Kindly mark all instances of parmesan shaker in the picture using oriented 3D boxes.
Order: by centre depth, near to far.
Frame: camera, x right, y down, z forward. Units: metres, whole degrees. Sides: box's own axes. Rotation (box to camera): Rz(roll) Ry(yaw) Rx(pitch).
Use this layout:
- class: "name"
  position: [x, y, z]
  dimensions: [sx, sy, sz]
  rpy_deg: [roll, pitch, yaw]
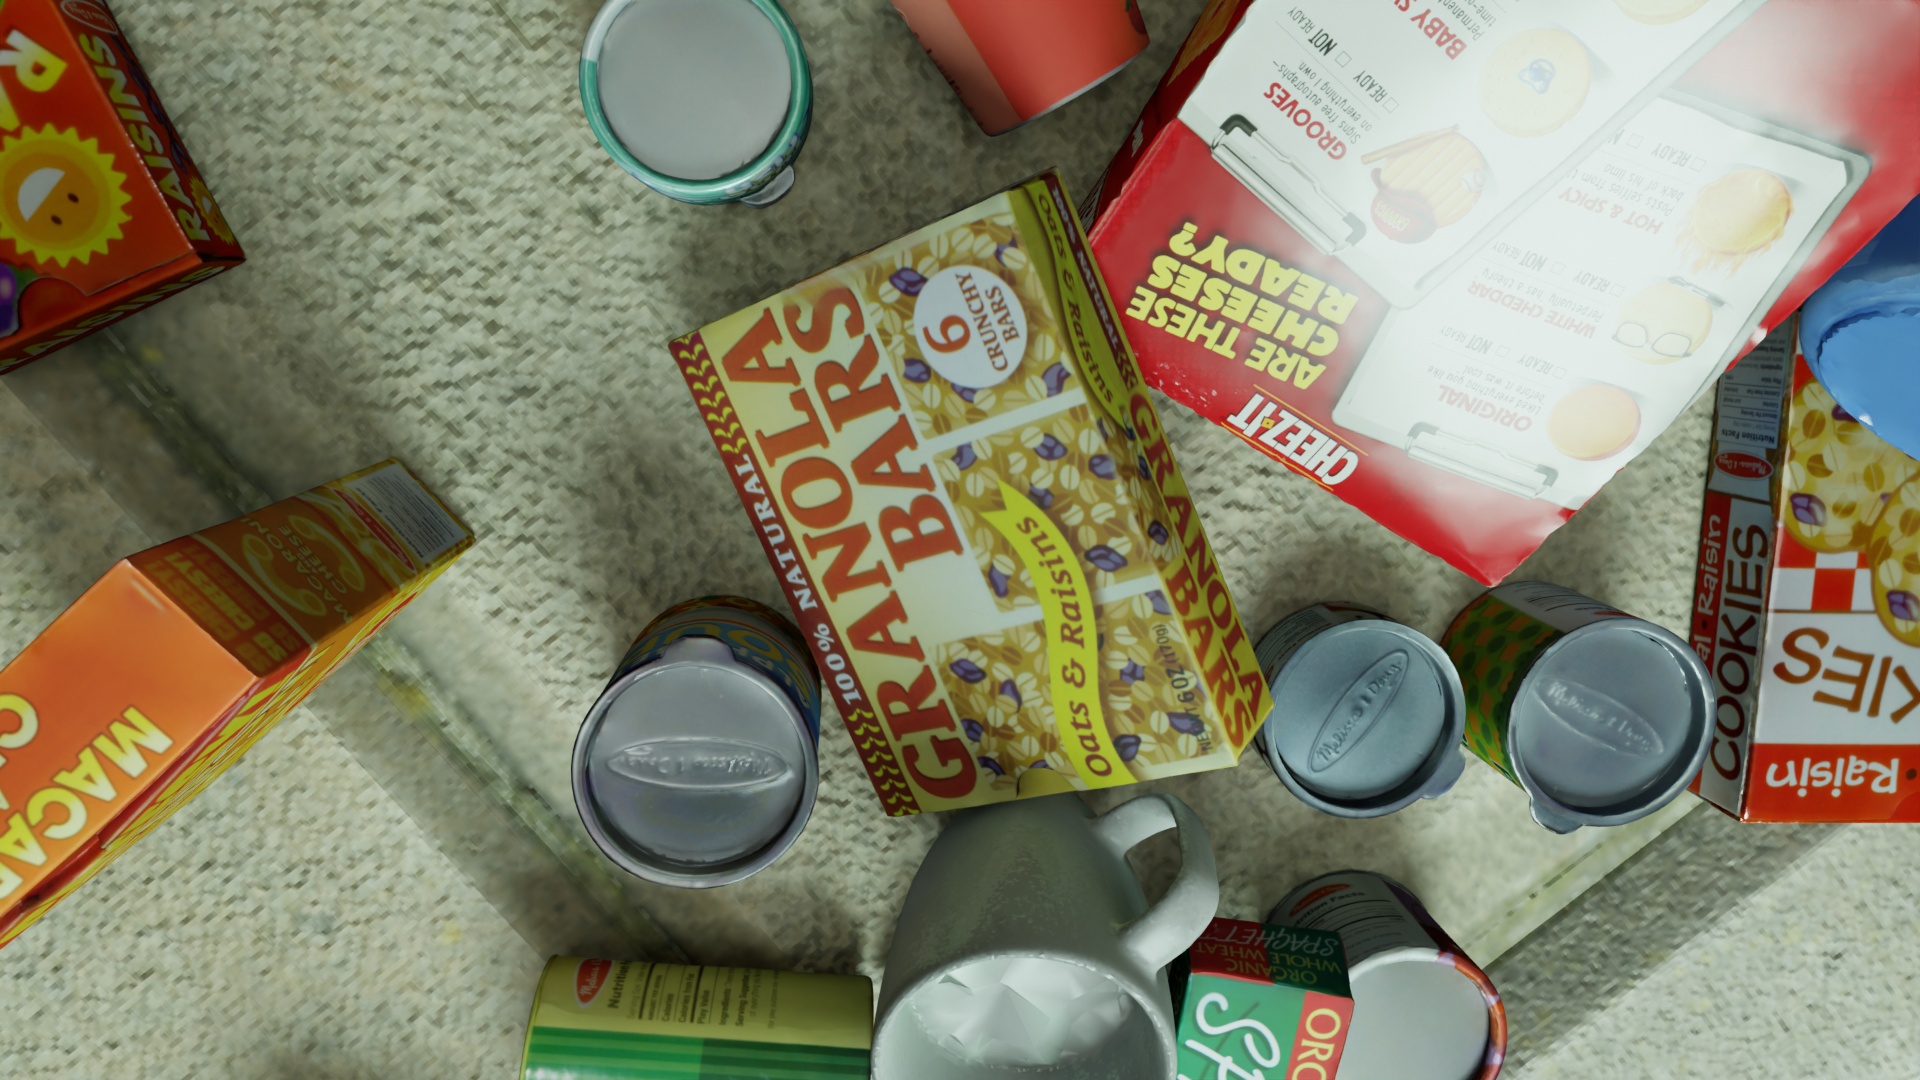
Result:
- class: "parmesan shaker"
  position: [-0.082, 0.170, 0.437]
  dimensions: [0.103, 0.071, 0.071]
  rpy_deg: [6, 99, -6]

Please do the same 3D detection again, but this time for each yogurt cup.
- class: "yogurt cup"
  position: [0.019, -0.153, 0.399]
  dimensions: [0.072, 0.072, 0.054]
  rpy_deg: [-31, 109, 1]

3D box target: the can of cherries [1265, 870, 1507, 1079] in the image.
- class: "can of cherries"
  position: [0.139, 0.154, 0.460]
  dimensions: [0.071, 0.058, 0.071]
  rpy_deg: [-1, 99, -4]

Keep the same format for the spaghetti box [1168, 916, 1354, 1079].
- class: "spaghetti box"
  position: [0.072, 0.232, 0.438]
  dimensions: [0.050, 0.029, 0.249]
  rpy_deg: [9, 109, 1]

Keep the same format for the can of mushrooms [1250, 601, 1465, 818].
- class: "can of mushrooms"
  position: [0.129, 0.056, 0.456]
  dimensions: [0.071, 0.033, 0.071]
  rpy_deg: [-1, 99, -5]

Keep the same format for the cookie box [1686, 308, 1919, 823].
- class: "cookie box"
  position: [0.314, 0.009, 0.461]
  dimensions: [0.123, 0.040, 0.167]
  rpy_deg: [1, 99, -5]

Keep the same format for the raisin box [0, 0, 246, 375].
- class: "raisin box"
  position: [-0.276, -0.118, 0.391]
  dimensions: [0.086, 0.040, 0.123]
  rpy_deg: [-25, 101, -1]

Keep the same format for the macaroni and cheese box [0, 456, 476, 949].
- class: "macaroni and cheese box"
  position: [-0.202, 0.042, 0.358]
  dimensions: [0.123, 0.167, 0.040]
  rpy_deg: [-42, 101, 3]

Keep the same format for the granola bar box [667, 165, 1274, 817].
- class: "granola bar box"
  position: [0.001, -0.005, 0.402]
  dimensions: [0.124, 0.039, 0.165]
  rpy_deg: [-17, 102, 34]

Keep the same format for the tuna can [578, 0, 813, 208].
- class: "tuna can"
  position: [-0.075, -0.131, 0.409]
  dimensions: [0.071, 0.033, 0.071]
  rpy_deg: [-1, 99, -4]

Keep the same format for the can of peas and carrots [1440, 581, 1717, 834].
- class: "can of peas and carrots"
  position: [0.194, 0.053, 0.449]
  dimensions: [0.071, 0.059, 0.070]
  rpy_deg: [-1, 100, -4]

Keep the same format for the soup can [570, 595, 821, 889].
- class: "soup can"
  position: [-0.074, 0.053, 0.413]
  dimensions: [0.071, 0.084, 0.071]
  rpy_deg: [-1, 100, -5]
